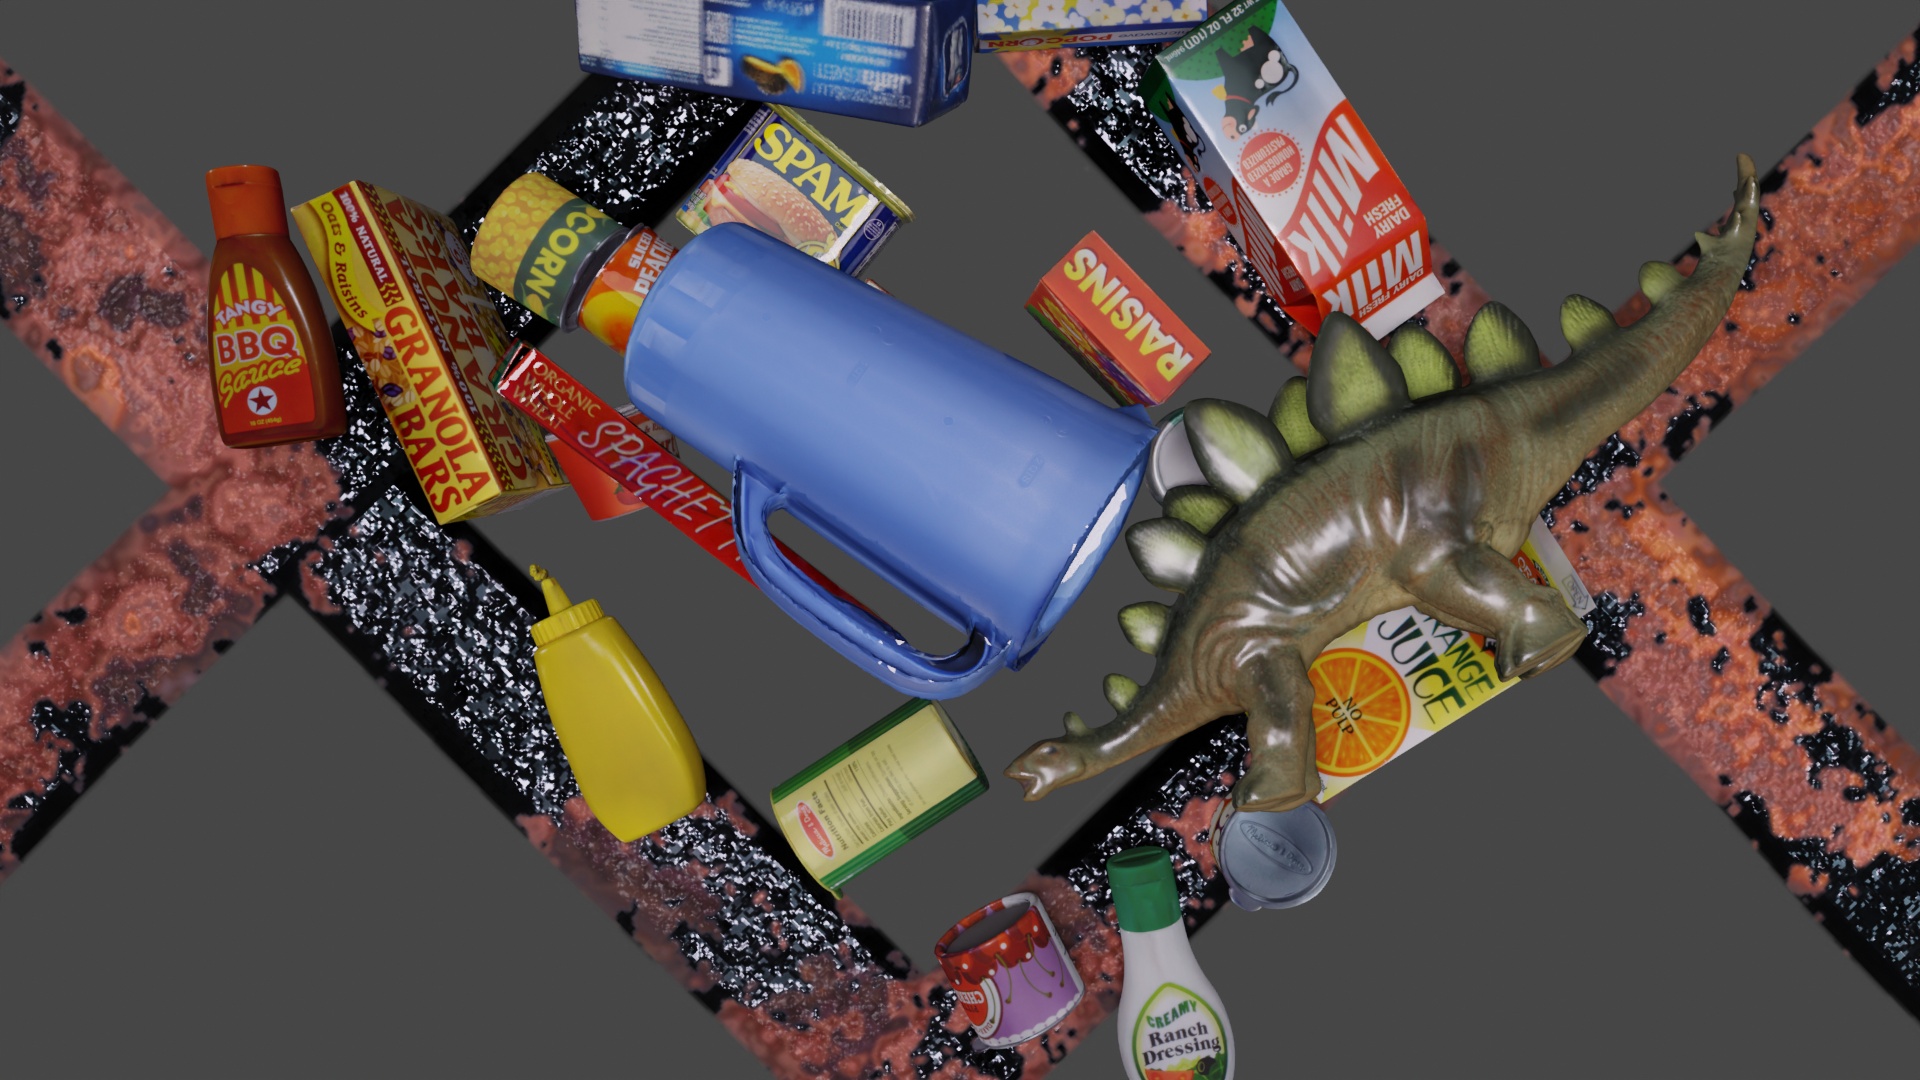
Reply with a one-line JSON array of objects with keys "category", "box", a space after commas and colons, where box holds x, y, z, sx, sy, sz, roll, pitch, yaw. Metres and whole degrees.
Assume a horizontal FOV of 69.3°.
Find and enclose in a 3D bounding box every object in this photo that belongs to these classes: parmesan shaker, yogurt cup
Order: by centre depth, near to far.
[{"category": "yogurt cup", "box": [-0.184, -0.044, 0.755, 0.072, 0.072, 0.054, -19, 102, 0]}, {"category": "parmesan shaker", "box": [-0.042, 0.139, 0.764, 0.103, 0.071, 0.071, -33, 93, 0]}]

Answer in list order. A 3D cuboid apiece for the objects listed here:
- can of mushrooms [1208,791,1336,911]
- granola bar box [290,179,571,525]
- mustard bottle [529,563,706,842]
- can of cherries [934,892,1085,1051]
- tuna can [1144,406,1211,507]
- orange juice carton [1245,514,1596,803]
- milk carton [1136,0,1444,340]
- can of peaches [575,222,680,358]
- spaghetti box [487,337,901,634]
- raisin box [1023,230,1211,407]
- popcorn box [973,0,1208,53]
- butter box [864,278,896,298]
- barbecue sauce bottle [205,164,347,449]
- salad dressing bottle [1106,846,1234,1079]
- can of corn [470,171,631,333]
[{"category": "can of mushrooms", "box": [0.174, 0.173, 0.786, 0.071, 0.033, 0.071, 0, 93, -1]}, {"category": "granola bar box", "box": [-0.266, -0.094, 0.719, 0.039, 0.124, 0.165, -24, 94, 2]}, {"category": "mustard bottle", "box": [-0.197, 0.084, 0.768, 0.065, 0.049, 0.160, -25, 93, 0]}, {"category": "can of cherries", "box": [0.025, 0.238, 0.769, 0.071, 0.071, 0.058, -27, 93, 1]}, {"category": "tuna can", "box": [0.138, -0.043, 0.774, 0.071, 0.033, 0.071, 0, 93, 0]}, {"category": "orange juice carton", "box": [0.249, 0.058, 0.761, 0.193, 0.073, 0.072, -32, 92, 0]}, {"category": "milk carton", "box": [0.180, -0.192, 0.746, 0.072, 0.073, 0.190, -35, 93, 2]}, {"category": "can of peaches", "box": [-0.162, -0.127, 0.746, 0.058, 0.071, 0.071, 36, 92, -4]}, {"category": "spaghetti box", "box": [-0.134, -0.015, 0.719, 0.249, 0.050, 0.029, 40, 85, -25]}, {"category": "raisin box", "box": [0.078, -0.111, 0.724, 0.040, 0.123, 0.086, -44, 94, 2]}, {"category": "popcorn box", "box": [0.068, -0.315, 0.755, 0.127, 0.038, 0.085, -4, 94, -1]}, {"category": "butter box", "box": [-0.060, -0.090, 0.772, 0.053, 0.024, 0.103, 38, 92, -2]}, {"category": "barbecue sauce bottle", "box": [-0.379, -0.126, 0.756, 0.065, 0.044, 0.148, -8, 93, 1]}, {"category": "salad dressing bottle", "box": [0.114, 0.249, 0.784, 0.064, 0.044, 0.147, -13, 93, -1]}, {"category": "can of corn", "box": [-0.219, -0.155, 0.743, 0.058, 0.071, 0.071, 32, 93, -2]}]
